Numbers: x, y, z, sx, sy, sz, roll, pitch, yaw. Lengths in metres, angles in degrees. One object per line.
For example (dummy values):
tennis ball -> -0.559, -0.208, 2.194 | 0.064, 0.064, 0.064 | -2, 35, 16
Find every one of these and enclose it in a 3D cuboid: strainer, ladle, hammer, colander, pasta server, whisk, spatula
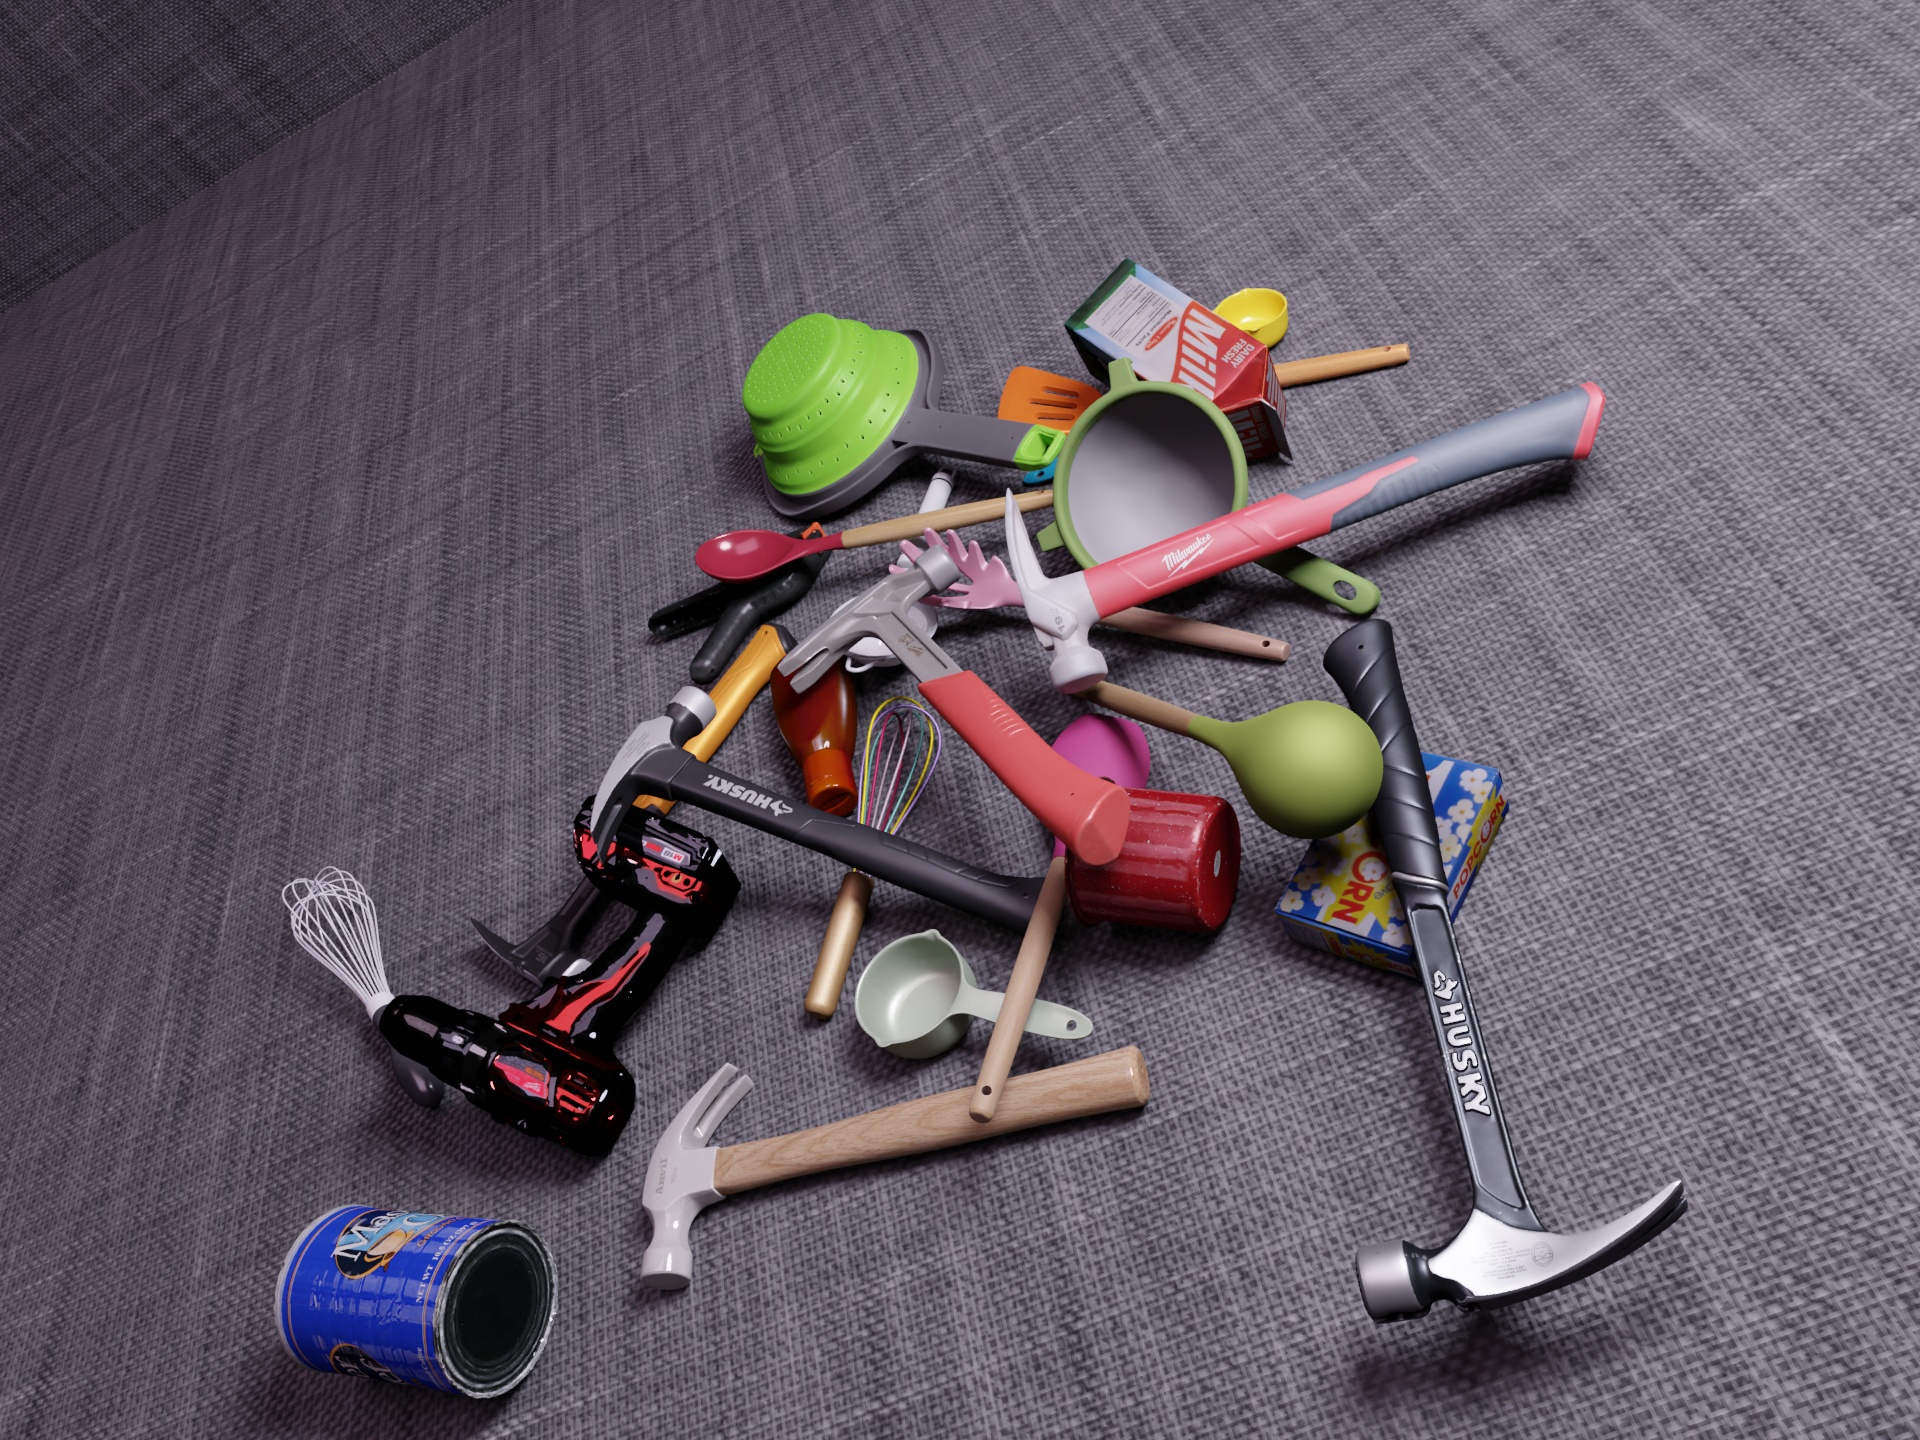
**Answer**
strainer -> -0.041, -0.116, 1.258 | 0.087, 0.050, 0.259 | 7, 50, 16
ladle -> 0.144, 0.004, 0.990 | 0.078, 0.062, 0.320 | -67, 25, 1
ladle -> -0.068, -0.149, 1.261 | 0.315, 0.031, 0.069 | -8, 39, 22
hammer -> -0.046, 0.247, 0.959 | 0.331, 0.031, 0.130 | -18, 47, 18
colander -> -0.070, -0.265, 1.321 | 0.397, 0.094, 0.204 | 20, 75, 48
pasta server -> 0.086, -0.083, 1.136 | 0.316, 0.040, 0.060 | 15, 73, 33
hammer -> 0.221, -0.149, 1.039 | 0.386, 0.038, 0.143 | -20, 76, 8
hammer -> 0.252, 0.101, 0.839 | 0.149, 0.036, 0.409 | -17, 47, 17
whisk -> -0.067, 0.088, 1.099 | 0.051, 0.047, 0.245 | -1, 57, 29
spatula -> 0.184, -0.264, 1.241 | 0.322, 0.041, 0.081 | -5, 53, 27
hammer -> -0.090, 0.079, 1.054 | 0.335, 0.035, 0.146 | 19, 50, 21
strainer -> 0.187, -0.140, 1.118 | 0.256, 0.069, 0.151 | 32, 111, 25
hammer -> -0.239, 0.057, 1.238 | 0.127, 0.034, 0.337 | 19, 65, 39
whisk -> -0.459, 0.205, 1.239 | 0.070, 0.070, 0.285 | -43, 49, -7
hammer -> -0.002, -0.003, 1.026 | 0.149, 0.036, 0.359 | -38, 36, -3

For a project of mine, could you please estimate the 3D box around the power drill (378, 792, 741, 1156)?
power drill -> -0.275, 0.167, 1.102 | 0.188, 0.080, 0.227 | 20, 66, 16

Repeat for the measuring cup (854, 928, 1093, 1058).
measuring cup -> 0.012, 0.180, 0.976 | 0.168, 0.038, 0.083 | 6, 58, 33

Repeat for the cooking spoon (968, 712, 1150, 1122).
cooking spoon -> 0.058, 0.108, 0.980 | 0.069, 0.017, 0.319 | 13, 49, 11

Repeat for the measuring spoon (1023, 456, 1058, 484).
measuring spoon -> 0.108, -0.205, 1.261 | 0.128, 0.021, 0.042 | -16, 48, 33

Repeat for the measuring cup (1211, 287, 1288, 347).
measuring cup -> 0.184, -0.304, 1.269 | 0.156, 0.029, 0.062 | -13, 44, 13
